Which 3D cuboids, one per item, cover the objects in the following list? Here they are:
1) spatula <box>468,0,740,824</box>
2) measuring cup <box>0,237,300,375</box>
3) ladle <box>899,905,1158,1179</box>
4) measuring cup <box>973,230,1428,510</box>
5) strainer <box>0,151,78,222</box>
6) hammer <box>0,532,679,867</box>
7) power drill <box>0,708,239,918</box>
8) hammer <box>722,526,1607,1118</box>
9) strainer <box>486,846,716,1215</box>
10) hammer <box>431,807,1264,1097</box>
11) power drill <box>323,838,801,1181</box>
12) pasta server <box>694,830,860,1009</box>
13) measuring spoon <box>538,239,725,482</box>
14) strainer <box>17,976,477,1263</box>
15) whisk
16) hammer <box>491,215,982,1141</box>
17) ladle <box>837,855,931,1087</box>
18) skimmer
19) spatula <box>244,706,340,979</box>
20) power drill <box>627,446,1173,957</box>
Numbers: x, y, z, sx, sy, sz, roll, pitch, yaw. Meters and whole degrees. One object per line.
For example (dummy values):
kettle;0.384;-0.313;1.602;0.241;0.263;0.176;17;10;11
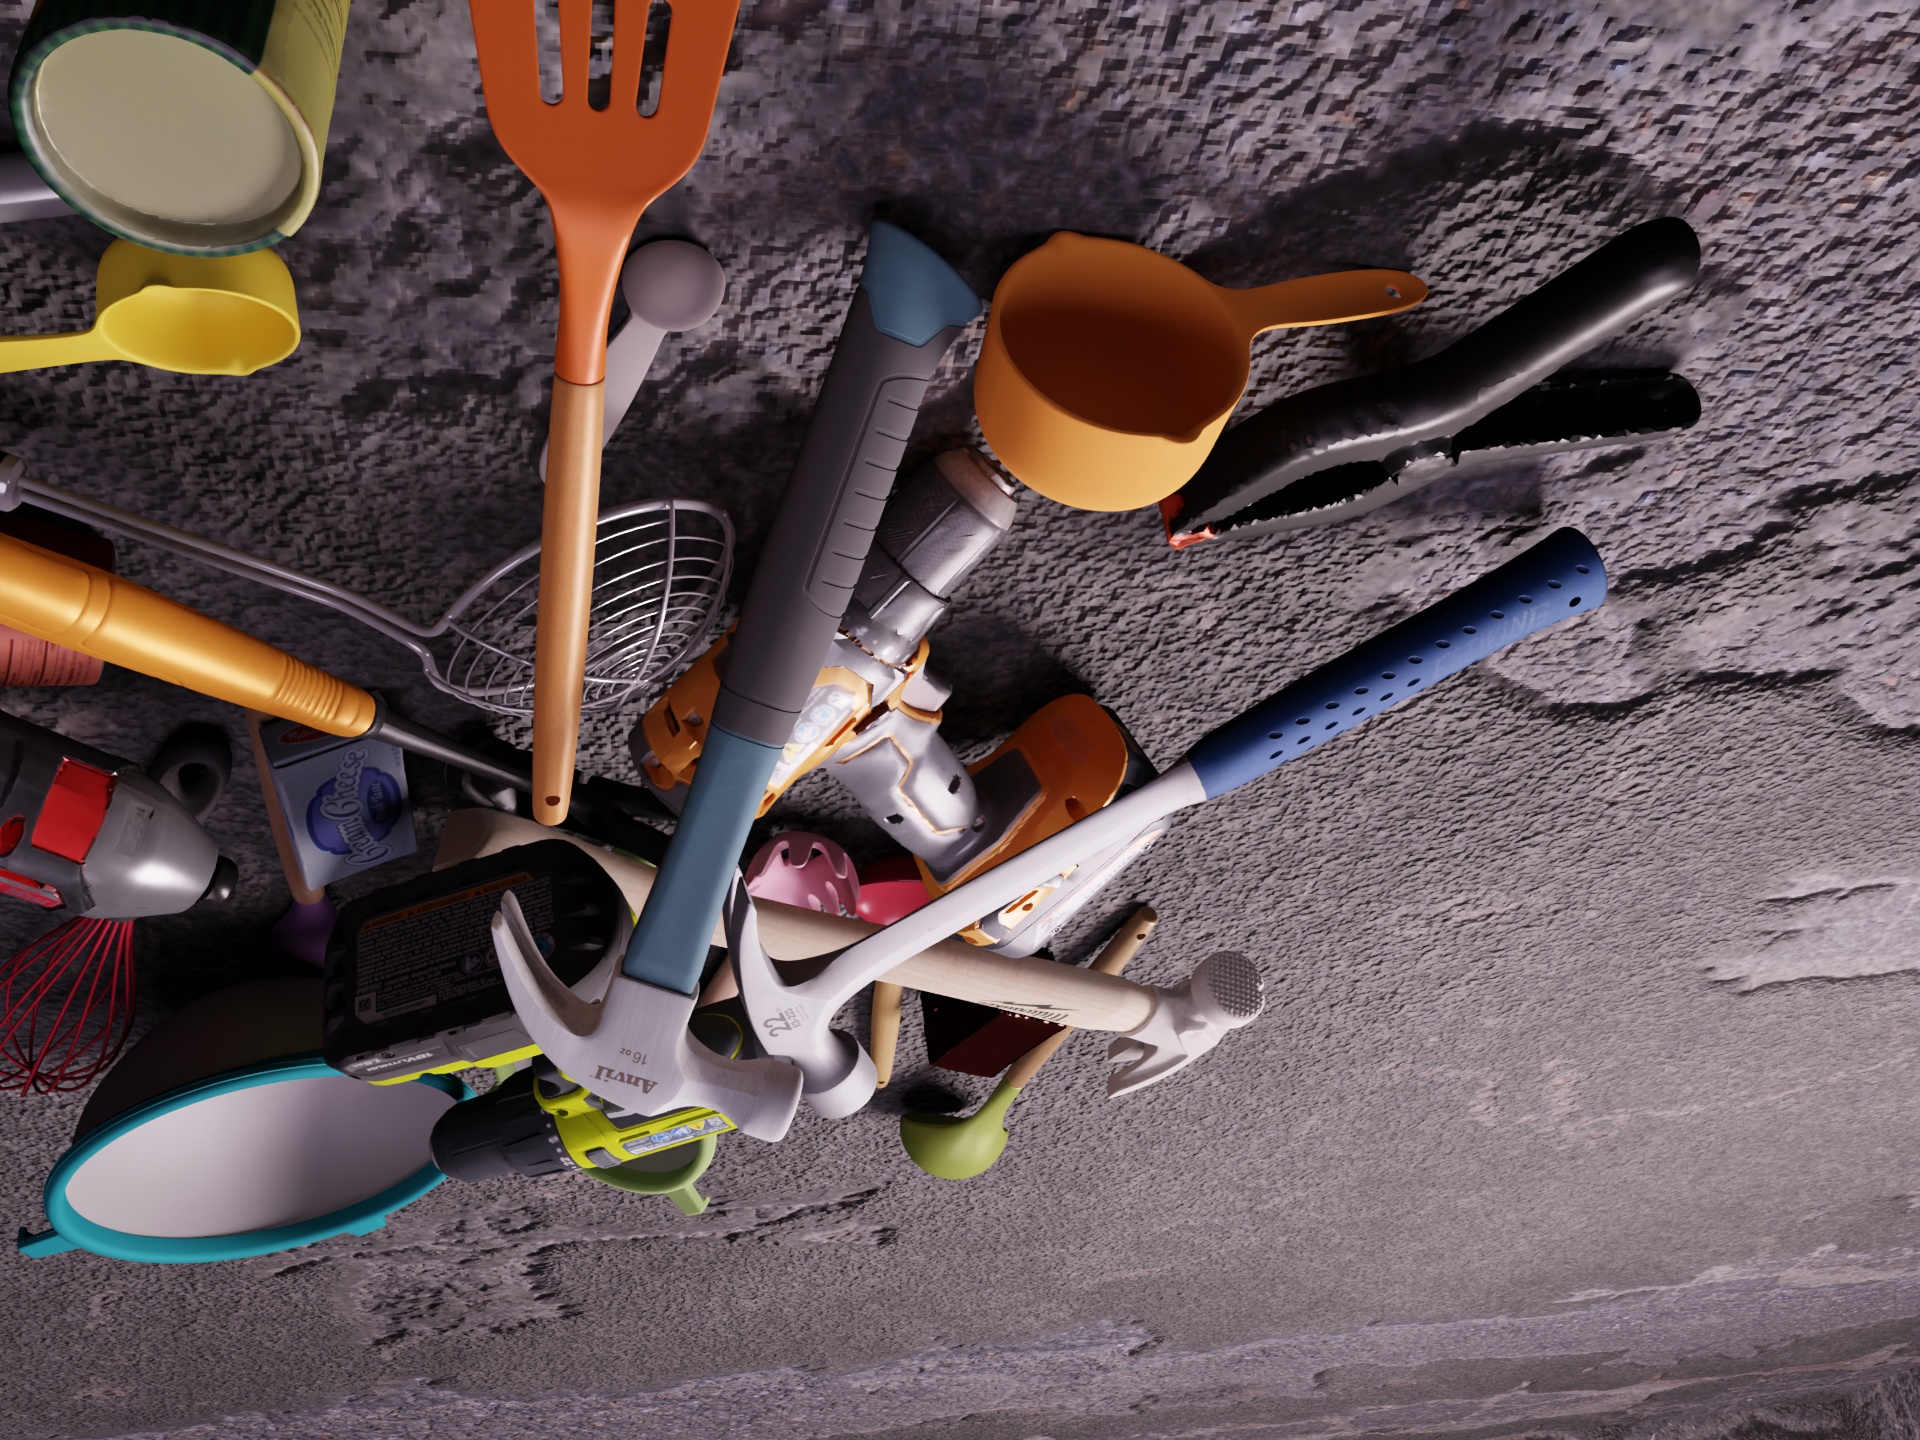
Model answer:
spatula;-0.122;-0.093;0.504;0.081;0.041;0.322;1;130;-18
measuring cup;-0.284;-0.126;0.490;0.156;0.029;0.062;-6;168;-1
ladle;0.045;0.210;1.043;0.078;0.062;0.320;11;133;-23
measuring cup;0.085;-0.124;0.555;0.173;0.095;0.052;-15;154;-23
strainer;-0.319;-0.147;0.456;0.258;0.050;0.086;-9;161;-6
hammer;-0.236;-0.010;0.560;0.127;0.034;0.336;14;170;30
power drill;-0.395;0.050;0.625;0.220;0.079;0.143;-12;149;36
hammer;0.088;0.026;0.668;0.405;0.035;0.143;-29;131;-3
strainer;-0.182;0.153;0.890;0.151;0.069;0.256;24;125;13
hammer;-0.059;0.119;0.810;0.410;0.038;0.146;16;145;-17
power drill;-0.197;0.154;0.747;0.190;0.080;0.228;-17;147;5
pasta server;-0.128;0.147;0.908;0.060;0.040;0.316;15;140;-17
measuring spoon;-0.120;-0.117;0.556;0.034;0.018;0.124;16;139;-31
strainer;-0.334;0.160;0.822;0.210;0.095;0.340;12;131;-43
whisk;-0.411;0.098;0.767;0.073;0.073;0.295;19;130;-33
hammer;-0.068;-0.009;0.559;0.128;0.033;0.331;19;104;-11
ladle;-0.041;0.157;0.952;0.069;0.031;0.315;3;146;-4
skimmer;-0.260;-0.083;0.565;0.363;0.090;0.127;19;144;-19
spatula;-0.324;0.071;0.776;0.059;0.018;0.315;2;144;-14
power drill;-0.001;-0.002;0.680;0.185;0.084;0.226;-45;133;14
